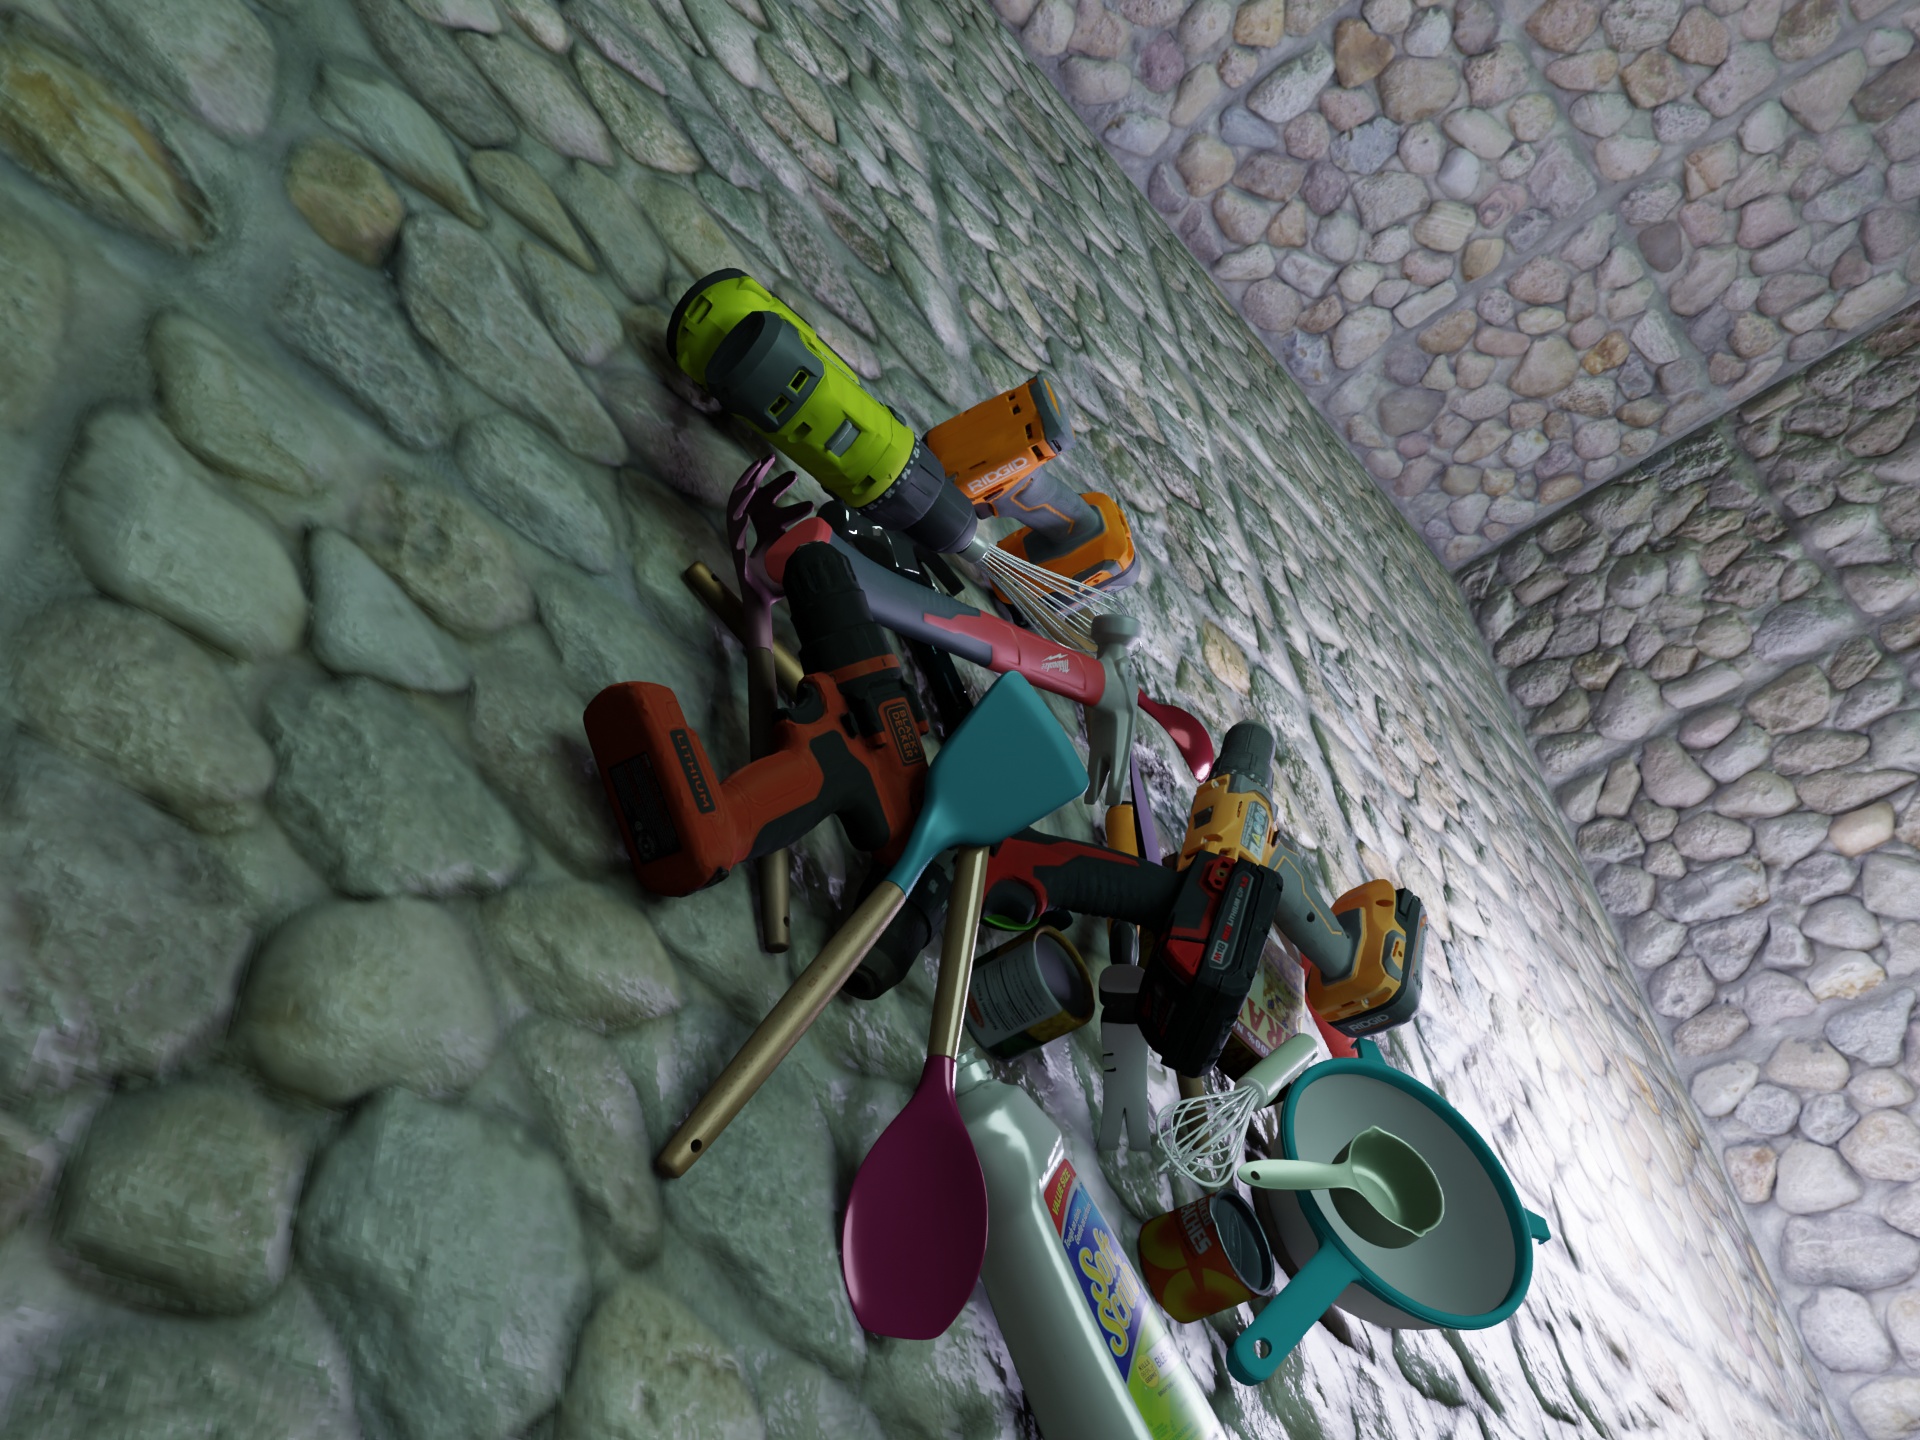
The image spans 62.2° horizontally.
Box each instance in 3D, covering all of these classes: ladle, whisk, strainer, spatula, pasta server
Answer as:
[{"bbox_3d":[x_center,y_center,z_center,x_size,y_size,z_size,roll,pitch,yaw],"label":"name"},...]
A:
[{"bbox_3d":[0.129,-0.037,1.338,0.315,0.031,0.069,37,33,-37],"label":"ladle"},{"bbox_3d":[0.194,0.256,1.076,0.059,0.057,0.246,48,28,17],"label":"whisk"},{"bbox_3d":[0.260,0.375,1.108,0.211,0.095,0.340,47,40,18],"label":"strainer"},{"bbox_3d":[0.032,-0.116,1.203,0.284,0.070,0.070,33,34,-30],"label":"whisk"},{"bbox_3d":[0.136,0.161,1.034,0.060,0.018,0.315,-81,160,-63],"label":"spatula"},{"bbox_3d":[-0.040,0.098,0.773,0.082,0.044,0.318,56,47,-18],"label":"spatula"},{"bbox_3d":[-0.106,-0.018,0.900,0.060,0.040,0.317,36,38,-48],"label":"pasta server"}]

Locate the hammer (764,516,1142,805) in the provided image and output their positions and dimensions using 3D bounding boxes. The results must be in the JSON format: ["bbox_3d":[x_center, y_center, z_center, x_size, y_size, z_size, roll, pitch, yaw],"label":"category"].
[{"bbox_3d":[0.010,-0.040,1.049,0.386,0.038,0.143,18,75,-53],"label":"hammer"}]

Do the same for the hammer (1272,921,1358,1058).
[{"bbox_3d":[0.303,0.222,1.357,0.359,0.037,0.149,62,28,-9],"label":"hammer"}]

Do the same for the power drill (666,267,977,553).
[{"bbox_3d":[-0.091,-0.196,1.007,0.190,0.080,0.229,36,8,-33],"label":"power drill"}]

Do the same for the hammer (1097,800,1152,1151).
[{"bbox_3d":[0.115,0.152,1.113,0.337,0.034,0.127,-76,165,-67],"label":"hammer"}]

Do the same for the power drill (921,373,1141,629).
[{"bbox_3d":[0.037,-0.163,1.259,0.226,0.164,0.084,45,24,-54],"label":"power drill"}]

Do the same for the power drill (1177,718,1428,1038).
[{"bbox_3d":[0.267,0.119,1.247,0.226,0.084,0.185,40,44,-19],"label":"power drill"}]

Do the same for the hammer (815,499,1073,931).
[{"bbox_3d":[-0.002,-0.004,1.116,0.128,0.033,0.331,9,54,-58],"label":"hammer"}]

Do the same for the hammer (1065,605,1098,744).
[{"bbox_3d":[0.105,-0.104,1.435,0.129,0.031,0.332,38,31,-38],"label":"hammer"}]

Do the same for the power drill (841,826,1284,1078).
[{"bbox_3d":[0.051,0.116,0.900,0.227,0.080,0.188,22,41,10],"label":"power drill"}]

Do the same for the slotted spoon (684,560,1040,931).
[{"bbox_3d":[-0.060,0.021,0.985,0.313,0.031,0.070,48,28,-16],"label":"slotted spoon"}]

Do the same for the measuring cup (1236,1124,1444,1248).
[{"bbox_3d":[0.245,0.312,1.057,0.167,0.038,0.083,10,42,-25],"label":"measuring cup"}]

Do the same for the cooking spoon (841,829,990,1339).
[{"bbox_3d":[-0.006,0.149,0.812,0.017,0.069,0.319,87,11,-58],"label":"cooking spoon"}]
